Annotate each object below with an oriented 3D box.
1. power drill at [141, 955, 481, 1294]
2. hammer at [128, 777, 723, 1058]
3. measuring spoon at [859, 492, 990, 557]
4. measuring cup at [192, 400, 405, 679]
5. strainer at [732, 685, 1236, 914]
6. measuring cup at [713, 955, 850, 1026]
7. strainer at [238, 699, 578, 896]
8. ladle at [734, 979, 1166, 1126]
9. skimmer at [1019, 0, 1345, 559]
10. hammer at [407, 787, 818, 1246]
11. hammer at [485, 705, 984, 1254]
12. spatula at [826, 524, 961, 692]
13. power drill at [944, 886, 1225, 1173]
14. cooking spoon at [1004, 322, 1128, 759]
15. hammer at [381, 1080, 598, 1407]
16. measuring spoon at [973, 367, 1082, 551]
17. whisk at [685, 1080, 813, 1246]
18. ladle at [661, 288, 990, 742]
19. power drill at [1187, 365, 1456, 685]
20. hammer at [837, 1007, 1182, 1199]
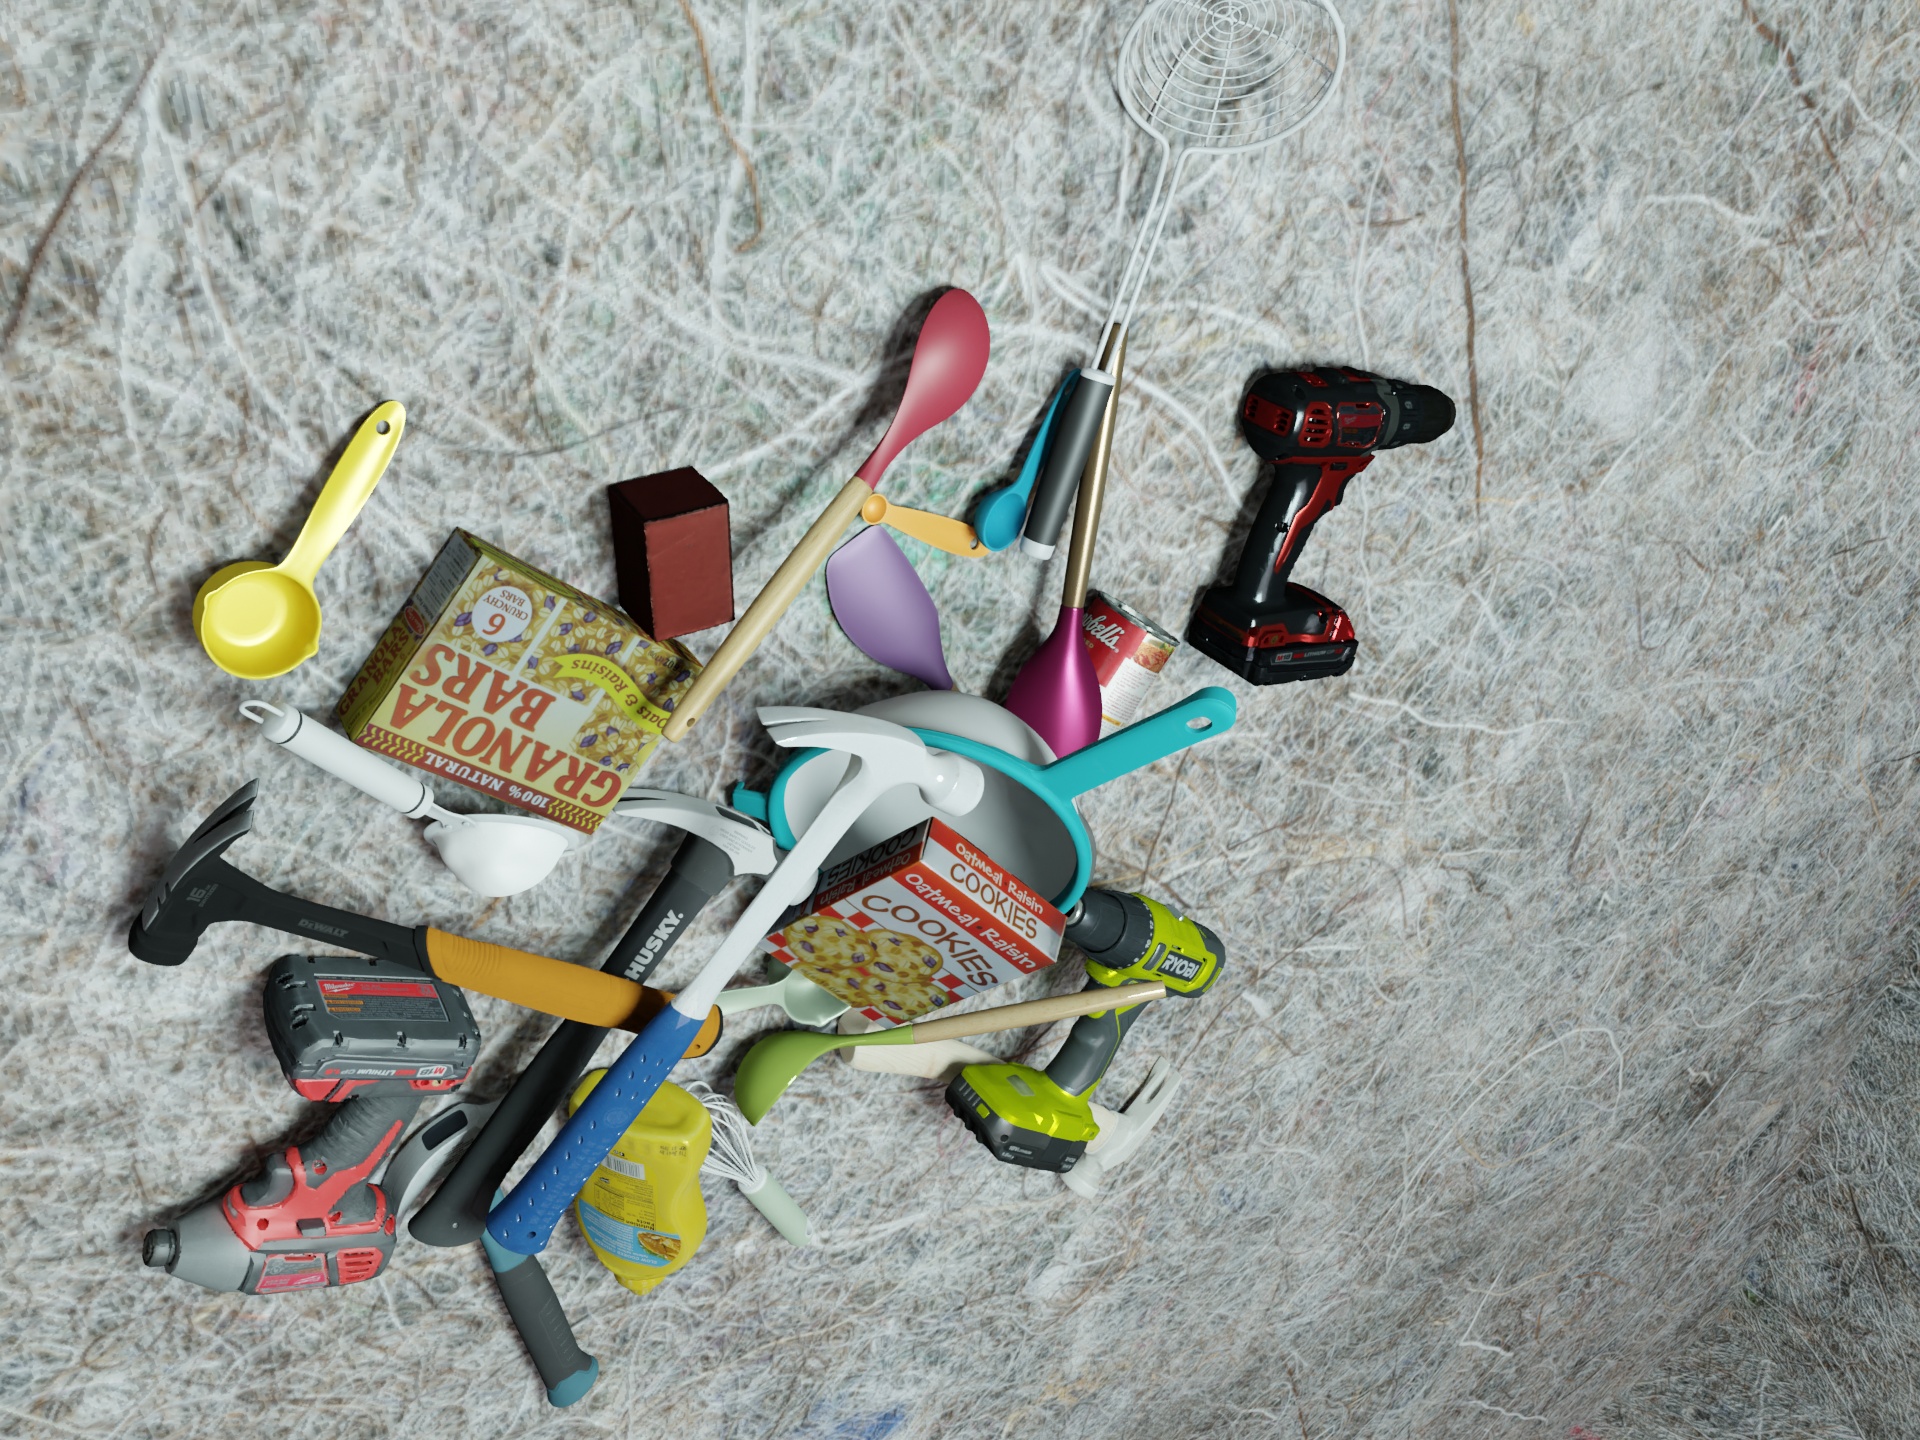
[{"bbox_3d":[-0.385,0.250,0.945,0.143,0.079,0.219,11,115,-41],"label":"power drill"},{"bbox_3d":[-0.276,0.133,0.905,0.336,0.034,0.127,25,124,-35],"label":"hammer"},{"bbox_3d":[-0.022,-0.123,1.008,0.116,0.011,0.021,13,102,-46],"label":"measuring spoon"},{"bbox_3d":[-0.324,-0.094,0.789,0.062,0.029,0.156,35,84,-46],"label":"measuring cup"},{"bbox_3d":[0.033,0.025,1.000,0.340,0.095,0.210,-26,124,36],"label":"strainer"},{"bbox_3d":[-0.139,0.180,1.111,0.167,0.038,0.083,-7,123,-32],"label":"measuring cup"},{"bbox_3d":[-0.290,0.048,0.857,0.087,0.050,0.258,-11,151,21],"label":"strainer"},{"bbox_3d":[-0.006,0.235,1.153,0.320,0.062,0.078,-10,172,-3],"label":"ladle"},{"bbox_3d":[0.111,-0.257,0.945,0.127,0.090,0.363,13,111,-19],"label":"skimmer"},{"bbox_3d":[-0.242,0.192,1.004,0.146,0.035,0.335,35,92,-32],"label":"hammer"},{"bbox_3d":[-0.158,0.159,0.929,0.144,0.035,0.405,27,107,-39],"label":"hammer"},{"bbox_3d":[-0.002,-0.003,1.077,0.060,0.018,0.315,-38,127,-5],"label":"spatula"},{"bbox_3d":[0.091,0.234,1.244,0.190,0.080,0.228,27,99,-47],"label":"power drill"},{"bbox_3d":[0.078,-0.101,1.054,0.068,0.017,0.318,7,108,-3],"label":"cooking spoon"},{"bbox_3d":[-0.313,0.387,1.125,0.128,0.033,0.330,-26,132,-22],"label":"hammer"},{"bbox_3d":[0.041,-0.170,1.021,0.042,0.021,0.128,22,96,-58],"label":"measuring spoon"},{"bbox_3d":[-0.162,0.345,1.208,0.059,0.058,0.246,-11,138,12],"label":"whisk"},{"bbox_3d":[-0.073,-0.116,0.911,0.315,0.031,0.069,-54,148,-9],"label":"ladle"},{"bbox_3d":[0.269,-0.148,1.169,0.187,0.080,0.226,-8,121,-34],"label":"power drill"},{"bbox_3d":[0.044,0.300,1.338,0.146,0.038,0.410,-52,136,2],"label":"hammer"}]
